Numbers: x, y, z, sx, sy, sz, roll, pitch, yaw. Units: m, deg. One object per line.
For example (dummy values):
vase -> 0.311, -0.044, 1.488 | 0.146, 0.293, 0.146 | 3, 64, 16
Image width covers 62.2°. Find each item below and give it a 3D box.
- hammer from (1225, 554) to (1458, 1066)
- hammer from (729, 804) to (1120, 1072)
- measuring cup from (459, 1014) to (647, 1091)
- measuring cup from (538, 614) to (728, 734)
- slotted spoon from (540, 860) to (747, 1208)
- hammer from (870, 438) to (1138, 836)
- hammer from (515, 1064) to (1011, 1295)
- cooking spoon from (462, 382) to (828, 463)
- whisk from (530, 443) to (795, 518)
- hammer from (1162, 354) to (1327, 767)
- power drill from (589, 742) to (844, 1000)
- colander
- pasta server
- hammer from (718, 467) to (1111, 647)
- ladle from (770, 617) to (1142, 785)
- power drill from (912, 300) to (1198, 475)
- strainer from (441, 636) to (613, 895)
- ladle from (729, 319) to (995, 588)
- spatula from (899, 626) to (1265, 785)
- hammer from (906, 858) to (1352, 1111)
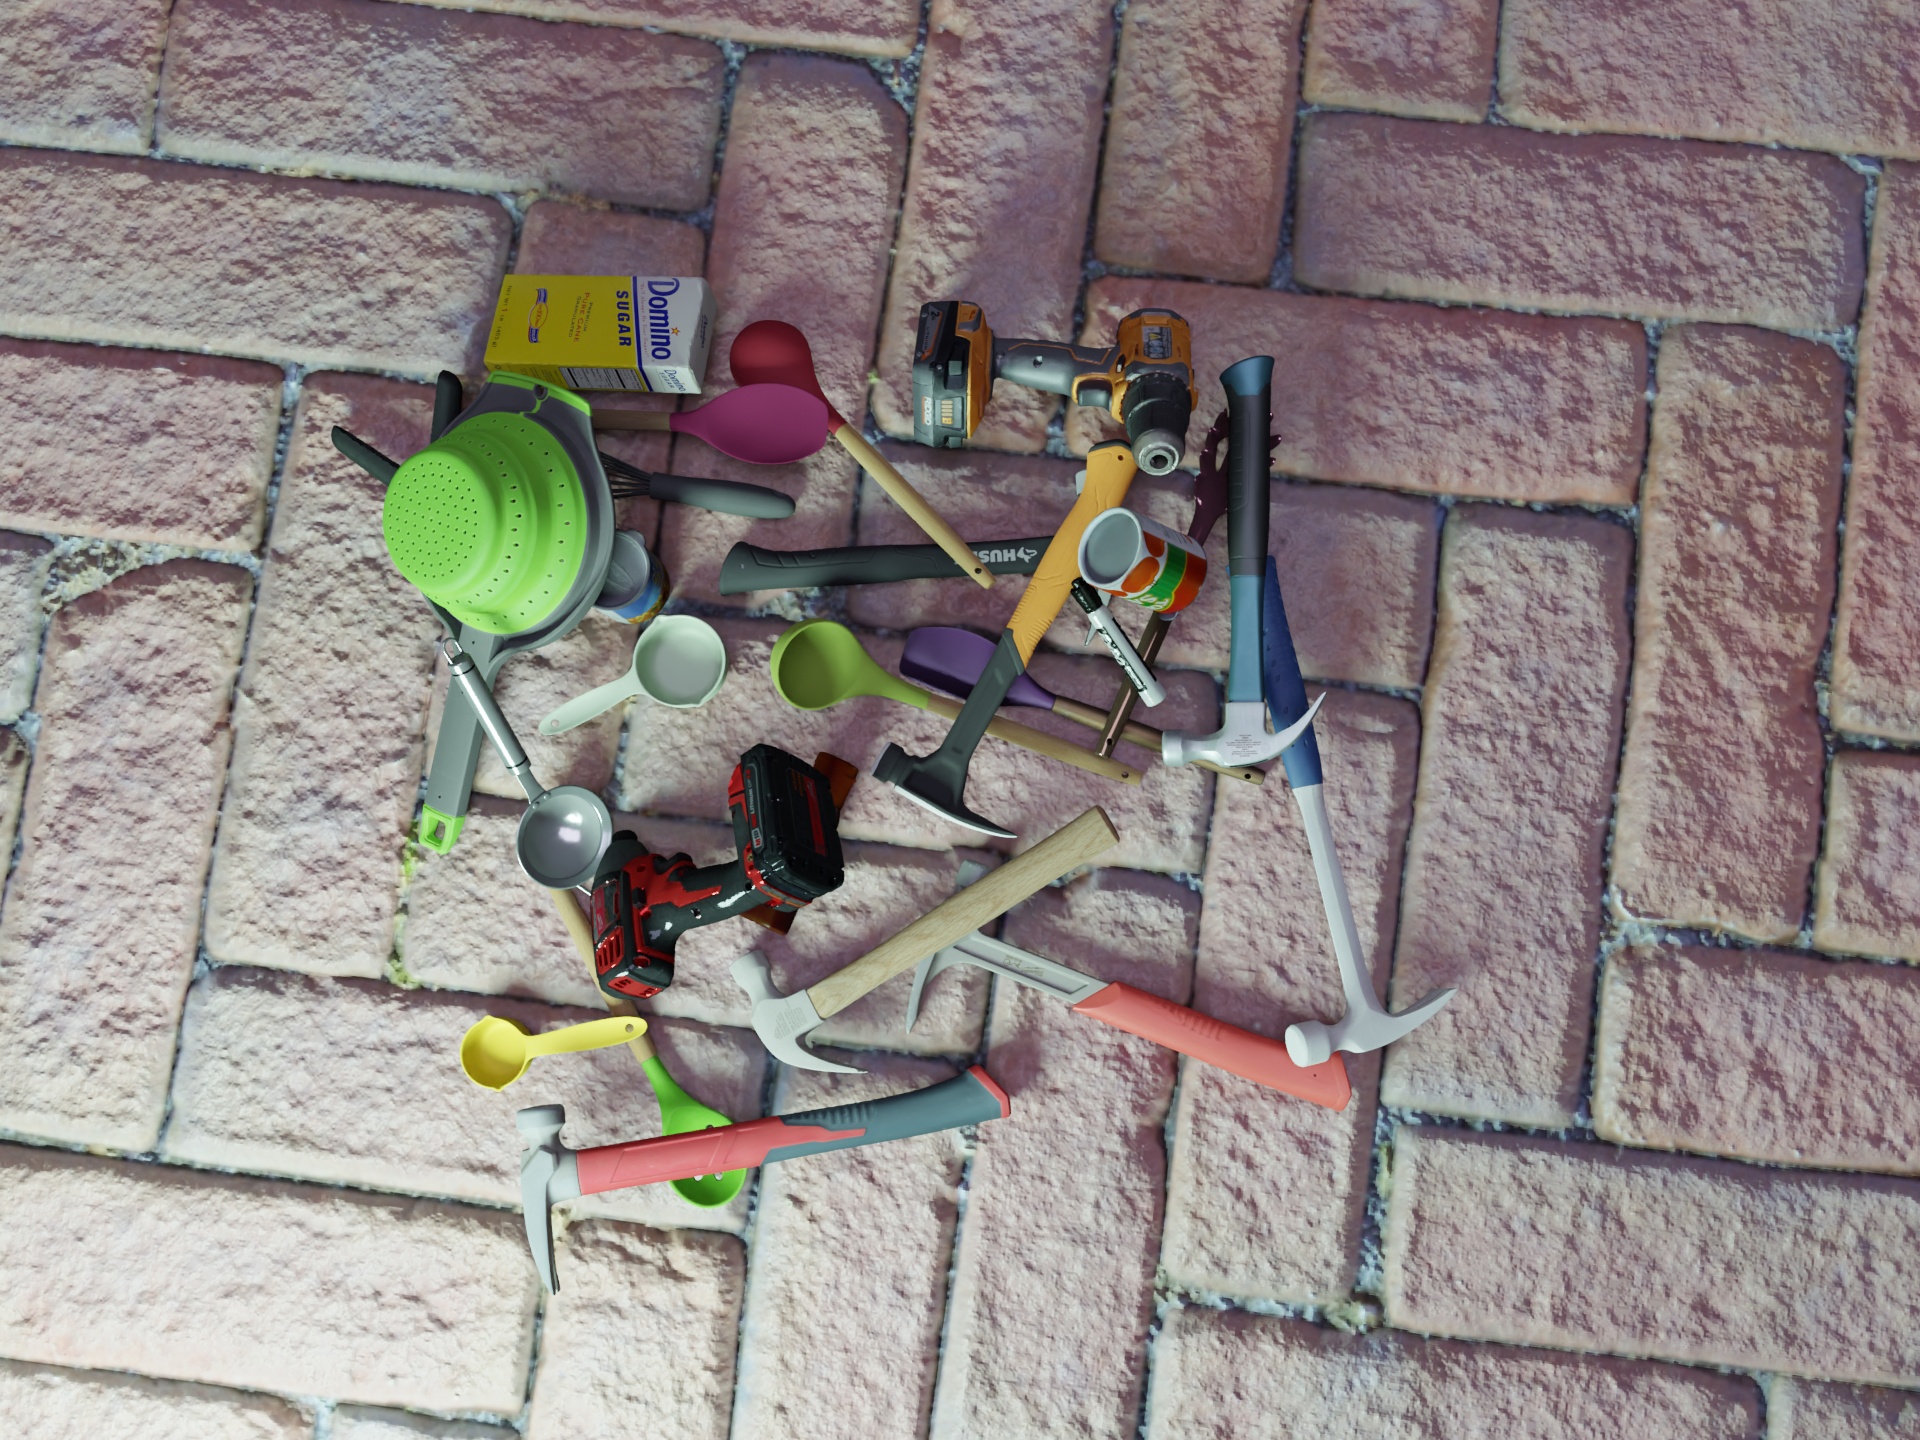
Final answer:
hammer -> 0.289, 0.063, 1.289 | 0.144, 0.035, 0.405 | -10, 82, -15
hammer -> -0.019, 0.170, 1.268 | 0.331, 0.031, 0.130 | -32, 74, 6
measuring cup -> -0.329, 0.261, 1.297 | 0.156, 0.029, 0.062 | -11, 86, 3
measuring cup -> -0.270, -0.028, 1.320 | 0.167, 0.038, 0.083 | -26, 85, 1
slotted spoon -> -0.265, 0.253, 1.302 | 0.070, 0.031, 0.314 | -30, 84, -1
hammer -> 0.062, -0.073, 1.276 | 0.127, 0.034, 0.337 | 29, 84, 0
hammer -> -0.149, 0.348, 1.259 | 0.386, 0.038, 0.143 | -8, 80, -7
cooking spoon -> -0.265, -0.250, 1.326 | 0.319, 0.017, 0.069 | 4, 84, 9
whisk -> -0.256, -0.196, 1.328 | 0.239, 0.055, 0.055 | 9, 86, -2
hammer -> 0.228, -0.128, 1.271 | 0.128, 0.033, 0.331 | 0, 85, 12
power drill -> -0.203, 0.115, 1.247 | 0.219, 0.078, 0.143 | -31, 51, 23
colander -> -0.399, -0.077, 1.251 | 0.205, 0.094, 0.397 | 21, 103, 23
pasta server -> 0.179, -0.114, 1.303 | 0.060, 0.040, 0.316 | 25, 82, -5
hammer -> -0.034, -0.126, 1.322 | 0.335, 0.035, 0.146 | -3, 85, 1
ladle -> -0.002, -0.004, 1.302 | 0.320, 0.062, 0.078 | 20, 102, 0
power drill -> 0.076, -0.263, 1.270 | 0.226, 0.084, 0.186 | 2, 45, 2
strainer -> -0.349, 0.040, 1.267 | 0.087, 0.050, 0.258 | -42, 127, -30
ladle -> -0.082, -0.221, 1.313 | 0.069, 0.031, 0.315 | -44, 79, 2
spatula -> 0.102, -0.008, 1.314 | 0.316, 0.018, 0.059 | 21, 114, 2
hammer -> 0.140, 0.245, 1.288 | 0.359, 0.036, 0.149 | 21, 86, 3
